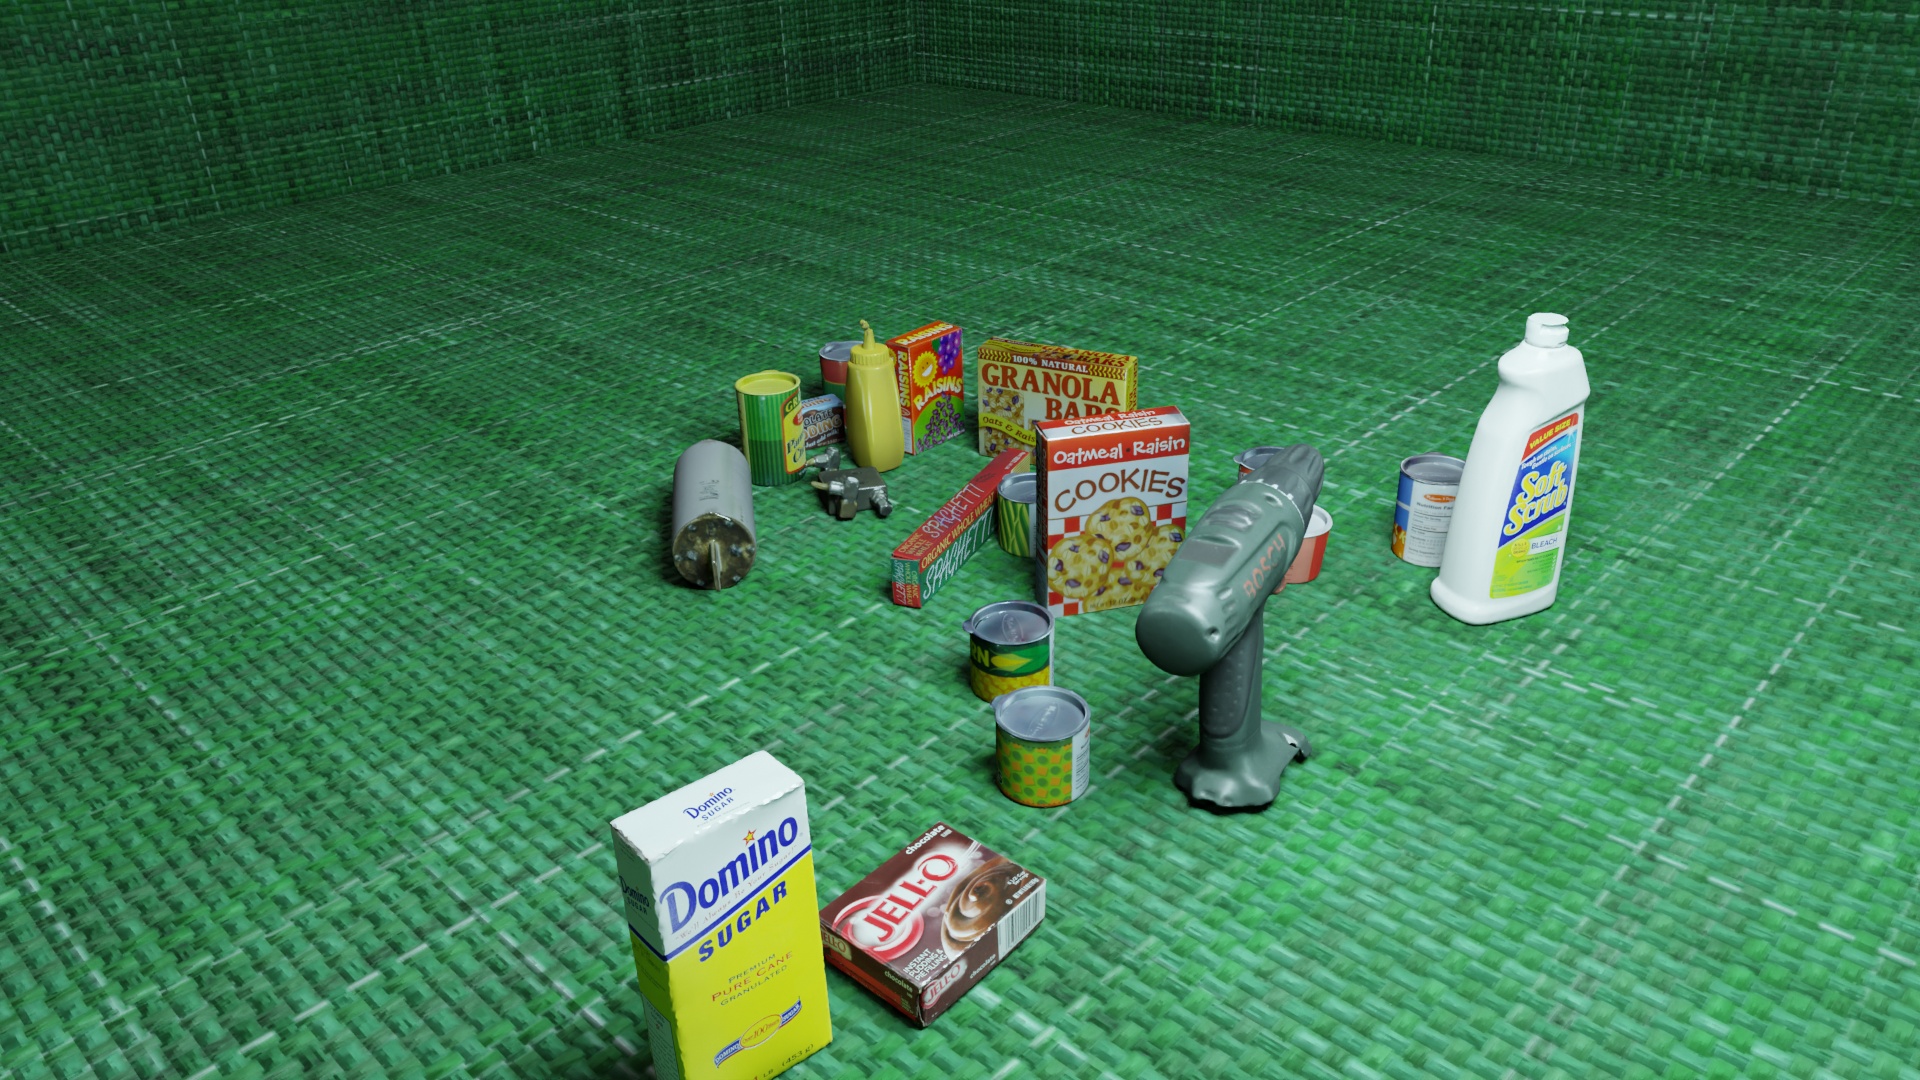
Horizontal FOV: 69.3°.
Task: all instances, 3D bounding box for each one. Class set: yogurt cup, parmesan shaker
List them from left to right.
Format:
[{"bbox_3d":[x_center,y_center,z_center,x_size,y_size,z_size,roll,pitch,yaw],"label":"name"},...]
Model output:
[{"bbox_3d":[-0.195,-0.116,1.437,0.071,0.102,0.071,-1,27,1],"label":"parmesan shaker"},{"bbox_3d":[0.292,0.003,1.229,0.072,0.053,0.073,-1,27,1],"label":"yogurt cup"}]

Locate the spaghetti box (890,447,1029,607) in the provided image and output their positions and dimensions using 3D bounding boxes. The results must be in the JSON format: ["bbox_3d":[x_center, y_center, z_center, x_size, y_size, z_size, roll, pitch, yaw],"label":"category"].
[{"bbox_3d":[0.005,-0.016,1.287,0.029,0.050,0.251,10,30,23],"label":"spaghetti box"}]

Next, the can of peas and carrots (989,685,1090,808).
[{"bbox_3d":[0.055,0.142,0.965,0.071,0.058,0.071,-1,27,1],"label":"can of peas and carrots"}]

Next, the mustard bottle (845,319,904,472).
[{"bbox_3d":[-0.090,-0.151,1.437,0.049,0.159,0.065,-17,31,-27],"label":"mustard bottle"}]

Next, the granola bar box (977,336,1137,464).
[{"bbox_3d":[0.100,-0.138,1.438,0.165,0.123,0.039,12,30,25],"label":"granola bar box"}]

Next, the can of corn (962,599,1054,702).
[{"bbox_3d":[0.037,0.088,1.074,0.071,0.058,0.071,-1,27,1],"label":"can of corn"}]

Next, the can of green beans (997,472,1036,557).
[{"bbox_3d":[0.068,-0.024,1.290,0.071,0.057,0.071,-1,27,1],"label":"can of green beans"}]

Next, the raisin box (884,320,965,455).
[{"bbox_3d":[-0.037,-0.165,1.500,0.040,0.122,0.086,21,35,38],"label":"raisin box"}]

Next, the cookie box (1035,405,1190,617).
[{"bbox_3d":[0.126,-0.024,1.167,0.123,0.166,0.040,-8,27,-12],"label":"cookie box"}]

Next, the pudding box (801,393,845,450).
[{"bbox_3d":[-0.169,-0.126,1.513,0.084,0.049,0.030,-15,30,-25],"label":"pudding box"}]

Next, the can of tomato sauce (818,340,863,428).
[{"bbox_3d":[-0.126,-0.177,1.573,0.071,0.082,0.071,-1,27,1],"label":"can of tomato sauce"}]

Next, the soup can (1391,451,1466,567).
[{"bbox_3d":[0.425,-0.028,1.248,0.071,0.083,0.071,-1,27,1],"label":"soup can"}]

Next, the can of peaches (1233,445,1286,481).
[{"bbox_3d":[0.296,-0.052,1.330,0.071,0.057,0.071,-1,27,1],"label":"can of peaches"}]
